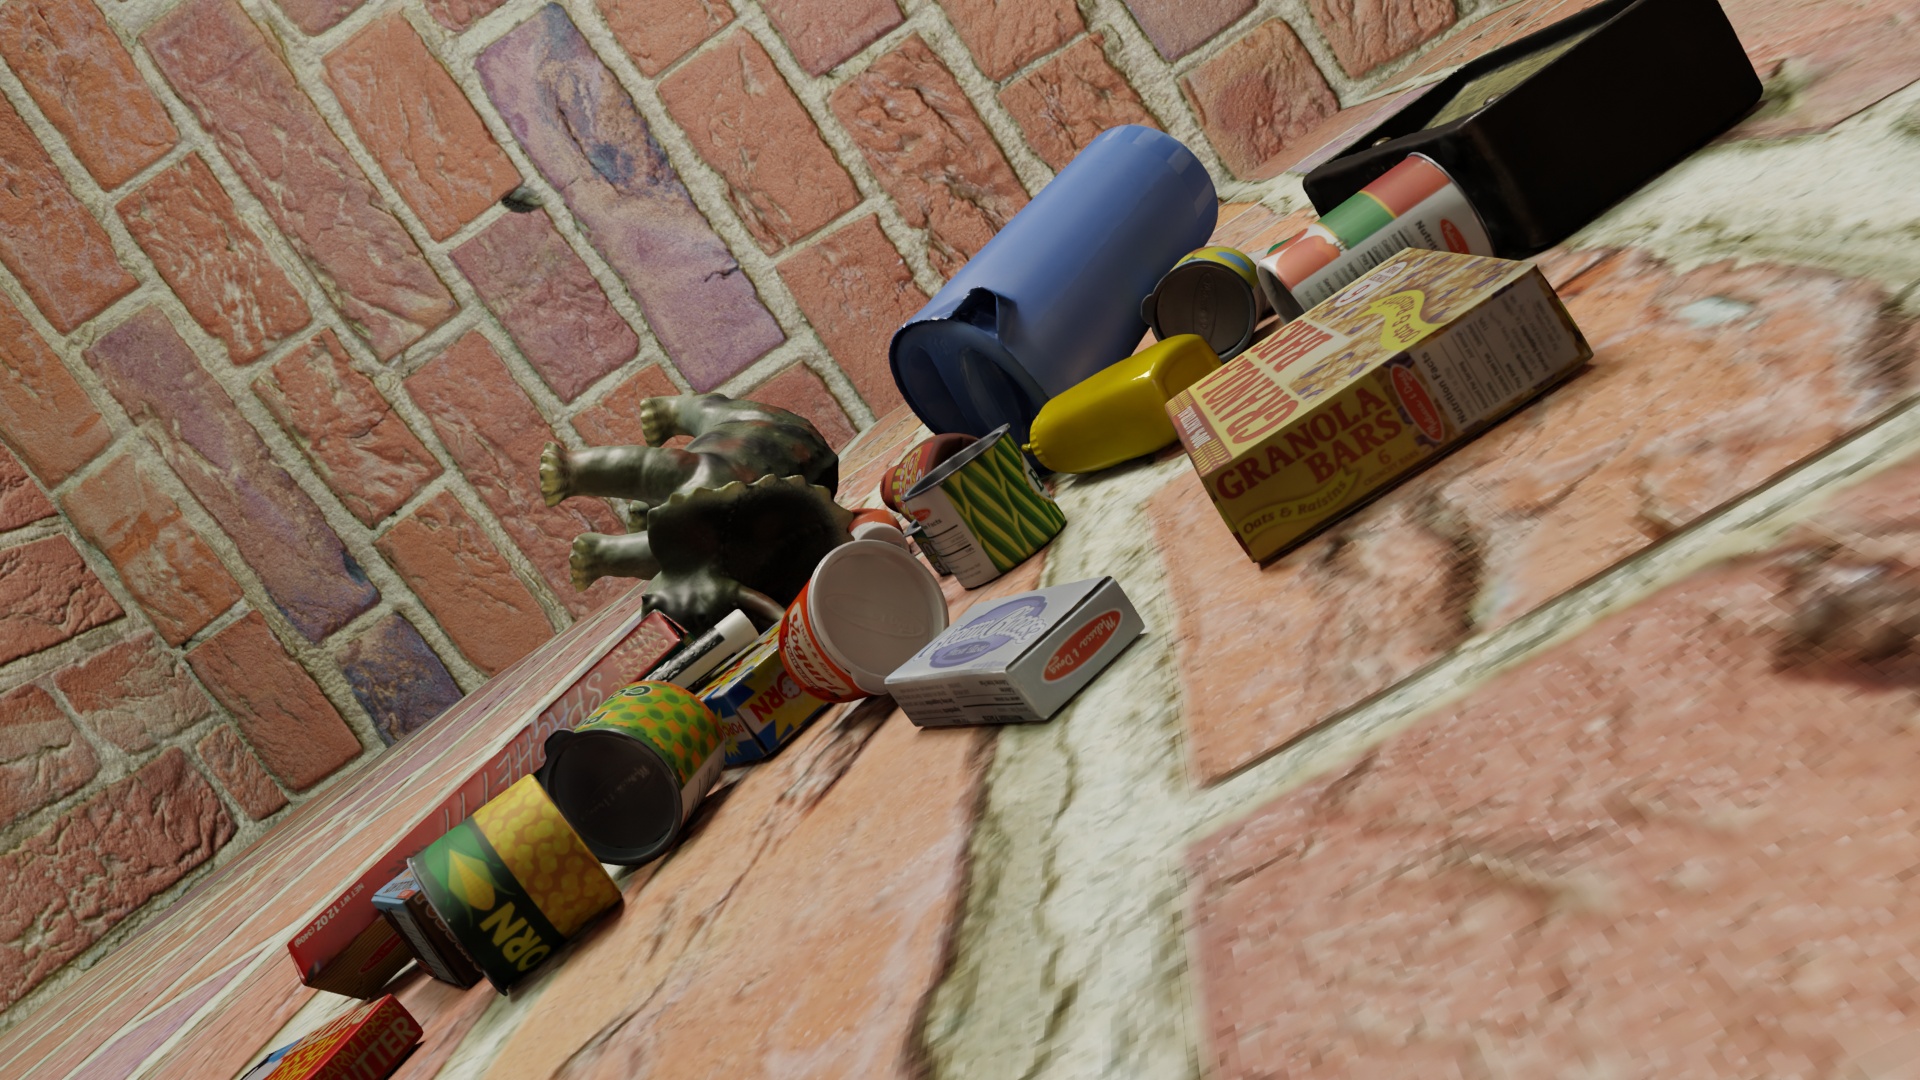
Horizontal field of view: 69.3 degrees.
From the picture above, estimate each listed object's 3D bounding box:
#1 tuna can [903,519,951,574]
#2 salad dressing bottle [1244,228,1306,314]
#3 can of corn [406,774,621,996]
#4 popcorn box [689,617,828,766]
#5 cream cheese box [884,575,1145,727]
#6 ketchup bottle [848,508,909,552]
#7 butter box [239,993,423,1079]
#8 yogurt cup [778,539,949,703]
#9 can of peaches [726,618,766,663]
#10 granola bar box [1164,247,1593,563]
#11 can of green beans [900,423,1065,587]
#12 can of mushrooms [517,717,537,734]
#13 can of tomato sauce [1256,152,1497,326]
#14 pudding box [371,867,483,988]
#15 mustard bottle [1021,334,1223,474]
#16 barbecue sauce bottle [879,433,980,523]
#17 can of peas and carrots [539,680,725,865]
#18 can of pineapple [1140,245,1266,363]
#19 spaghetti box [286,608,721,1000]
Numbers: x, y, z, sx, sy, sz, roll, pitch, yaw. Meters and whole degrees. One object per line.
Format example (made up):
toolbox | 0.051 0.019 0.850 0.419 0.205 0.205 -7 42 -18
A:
tuna can | 0.003 -0.010 0.802 0.071 0.033 0.071 -34 9 6
salad dressing bottle | 0.195 -0.171 0.932 0.064 0.044 0.147 -34 9 -25
can of corn | -0.180 0.140 0.569 0.058 0.071 0.071 -37 9 -19
popcorn box | -0.082 0.061 0.709 0.127 0.038 0.085 -40 10 -34
cream cheese box | 0.016 0.042 0.502 0.053 0.024 0.103 -38 9 -26
ketchup bottle | -0.066 0.004 0.942 0.065 0.043 0.149 -27 8 -10
butter box | -0.273 0.226 0.574 0.103 0.024 0.053 -30 10 29
yogurt cup | -0.046 0.040 0.621 0.073 0.072 0.053 -41 3 -38
can of peaches | -0.167 0.057 0.970 0.071 0.071 0.058 -34 9 1
granola bar box | 0.143 -0.057 0.519 0.124 0.039 0.166 -33 9 11
can of green beans | 0.012 -0.017 0.721 0.071 0.057 0.071 -34 8 6
can of mushrooms | -0.213 0.121 0.780 0.071 0.071 0.033 -31 8 21
can of tomato sauce | 0.186 -0.123 0.627 0.083 0.071 0.071 -34 8 5
pudding box | -0.240 0.176 0.642 0.030 0.049 0.083 -38 9 -32
mustard bottle | 0.081 -0.067 0.774 0.065 0.048 0.160 -39 9 -28
barbecue sauce bottle | -0.020 -0.036 0.924 0.044 0.065 0.148 3 0 -16
can of peas and carrots | -0.149 0.102 0.631 0.071 0.071 0.059 -32 8 18
can of pineapple | 0.155 -0.149 0.874 0.071 0.071 0.058 -30 9 26
spaghetti box | -0.230 0.135 0.717 0.250 0.029 0.050 -43 -31 -8
